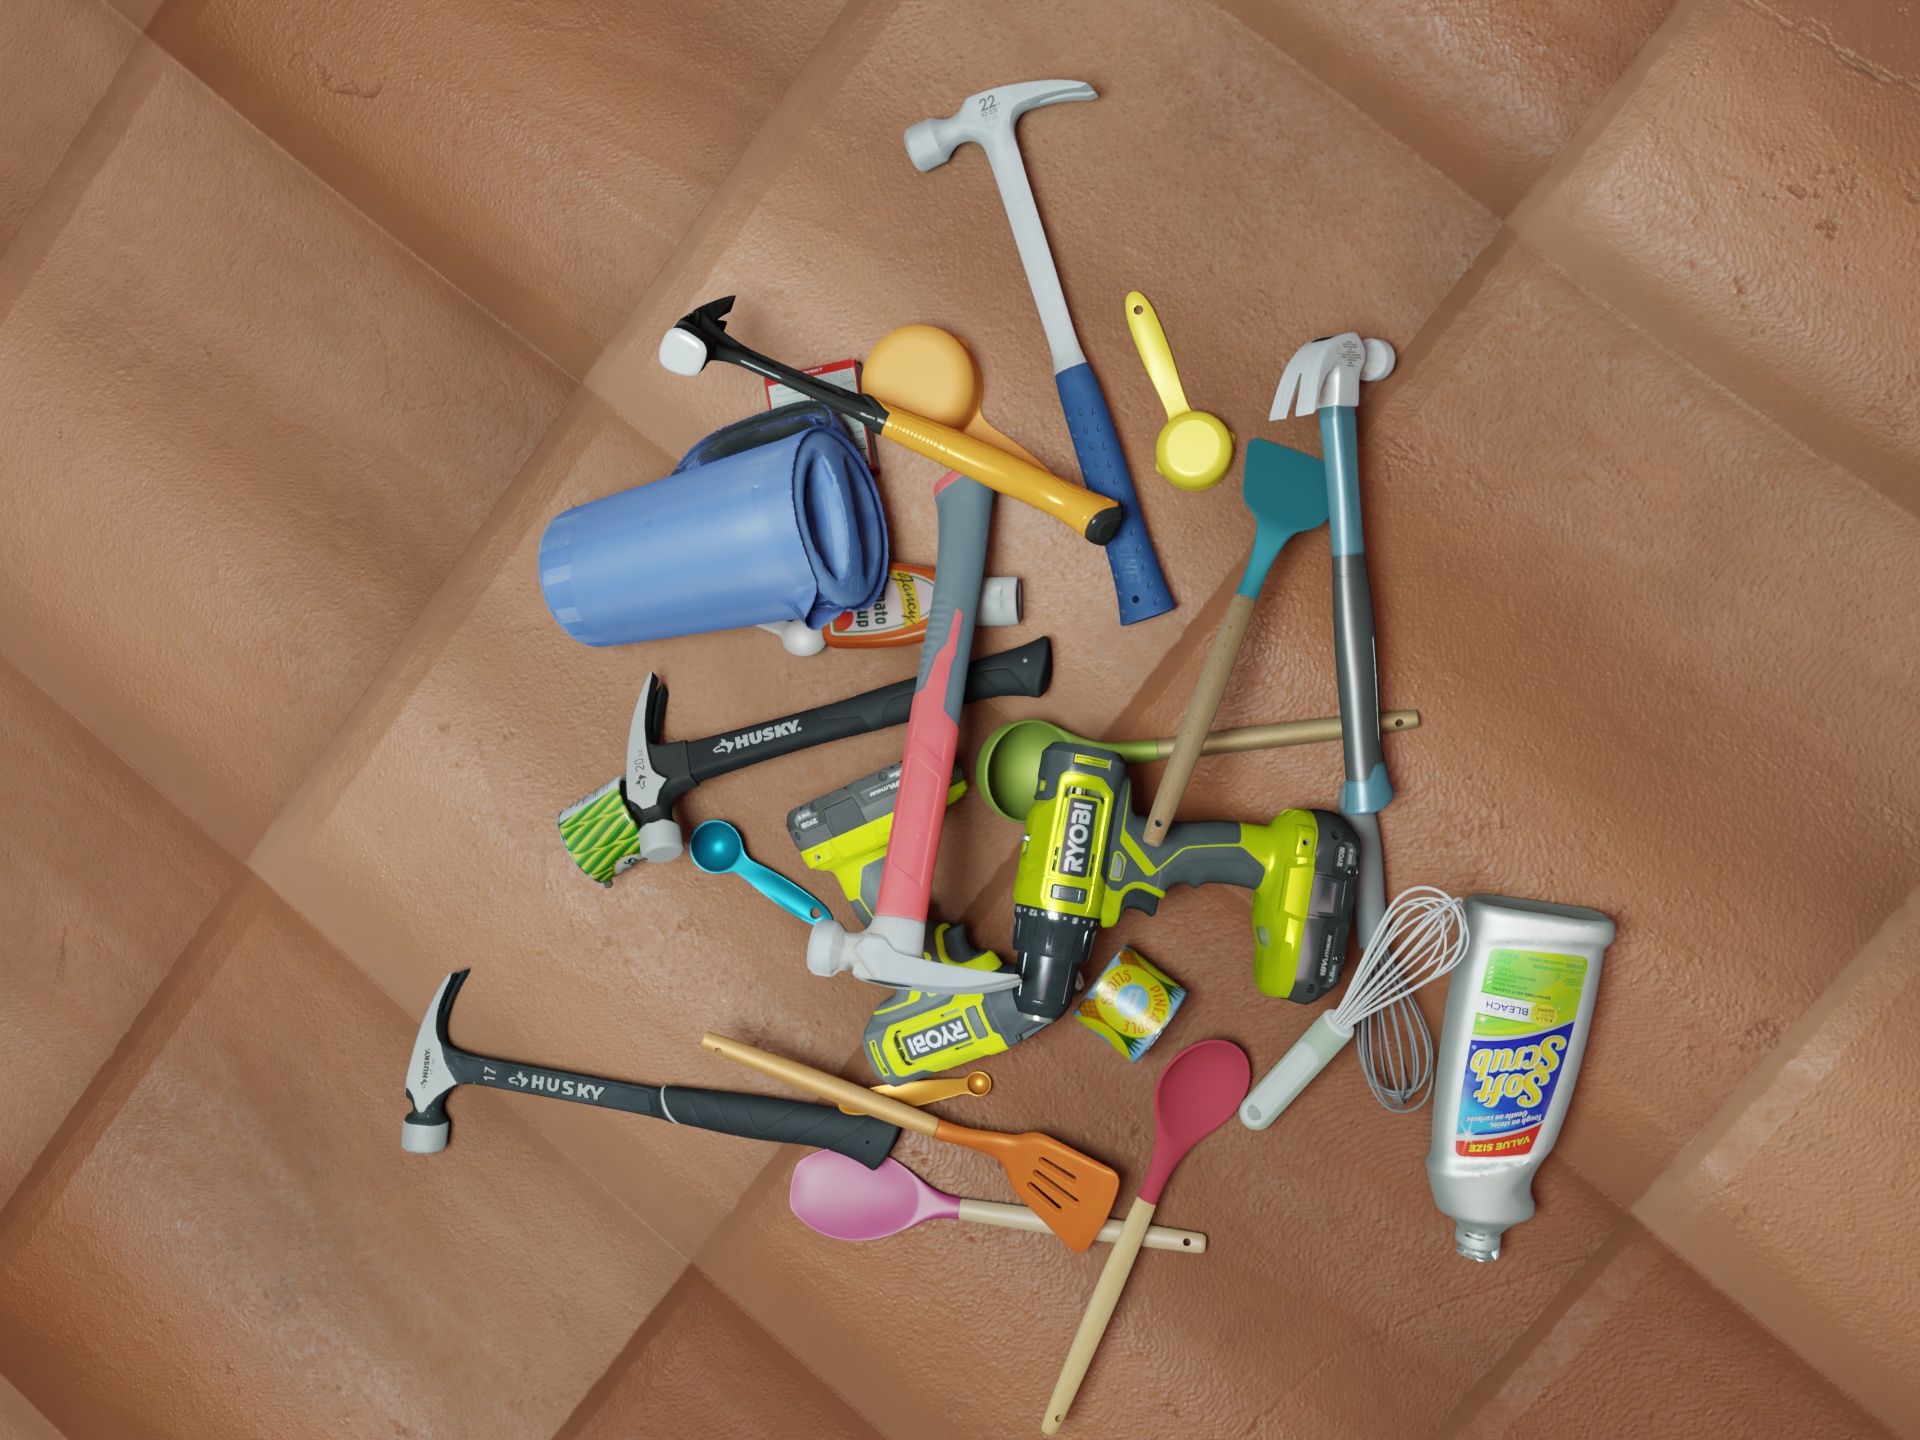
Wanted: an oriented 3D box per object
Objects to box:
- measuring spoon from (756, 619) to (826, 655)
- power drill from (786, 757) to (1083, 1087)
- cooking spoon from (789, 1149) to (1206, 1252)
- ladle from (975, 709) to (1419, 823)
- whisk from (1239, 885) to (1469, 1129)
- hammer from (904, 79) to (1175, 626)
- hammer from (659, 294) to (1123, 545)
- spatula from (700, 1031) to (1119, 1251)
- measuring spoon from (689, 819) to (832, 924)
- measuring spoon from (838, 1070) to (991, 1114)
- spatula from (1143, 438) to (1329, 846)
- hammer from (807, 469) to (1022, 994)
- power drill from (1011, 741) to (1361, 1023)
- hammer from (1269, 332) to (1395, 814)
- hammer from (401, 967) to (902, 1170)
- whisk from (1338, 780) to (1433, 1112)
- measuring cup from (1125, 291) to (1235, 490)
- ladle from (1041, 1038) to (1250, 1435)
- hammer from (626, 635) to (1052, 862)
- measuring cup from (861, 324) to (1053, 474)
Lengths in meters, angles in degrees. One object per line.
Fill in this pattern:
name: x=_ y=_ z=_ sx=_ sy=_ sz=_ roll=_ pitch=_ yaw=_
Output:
measuring spoon: x=-0.157 y=-0.086 z=1.223 sx=0.124 sy=0.018 sz=0.034 roll=26 pitch=56 yaw=17
power drill: x=-0.021 y=0.142 z=1.174 sx=0.171 sy=0.080 sz=0.223 roll=-24 pitch=89 yaw=21
cooking spoon: x=0.025 y=0.374 z=1.204 sx=0.319 sy=0.017 sz=0.069 roll=5 pitch=73 yaw=11
ladle: x=0.170 y=0.021 z=1.152 sx=0.320 sy=0.062 sz=0.078 roll=-7 pitch=103 yaw=9
whisk: x=0.266 y=0.205 z=1.099 sx=0.058 sy=0.059 sz=0.246 roll=48 pitch=123 yaw=24
hammer: x=0.083 y=-0.270 z=1.166 sx=0.144 sy=0.035 sz=0.405 roll=-18 pitch=89 yaw=20
hammer: x=-0.040 y=-0.209 z=1.127 sx=0.337 sy=0.127 sz=0.034 roll=24 pitch=116 yaw=-3
spatula: x=-0.042 y=0.297 z=1.173 sx=0.322 sy=0.041 sz=0.081 roll=21 pitch=115 yaw=0
measuring spoon: x=-0.153 y=0.121 z=1.240 sx=0.128 sy=0.021 sz=0.042 roll=34 pitch=98 yaw=0
measuring spoon: x=-0.034 y=0.284 z=1.205 sx=0.117 sy=0.011 sz=0.021 roll=-9 pitch=59 yaw=-3
spatula: x=0.189 y=-0.057 z=1.102 sx=0.082 sy=0.044 sz=0.317 roll=22 pitch=77 yaw=6
hammer: x=-0.002 y=-0.004 z=1.114 sx=0.143 sy=0.038 sz=0.386 roll=7 pitch=71 yaw=8
power drill: x=0.149 y=0.127 z=1.107 sx=0.228 sy=0.080 sz=0.190 roll=11 pitch=85 yaw=-6
hammer: x=0.271 y=-0.101 z=1.101 sx=0.033 sy=0.128 sz=0.331 roll=-2 pitch=95 yaw=43
hammer: x=-0.244 y=0.292 z=1.247 sx=0.409 sy=0.036 sz=0.149 roll=6 pitch=91 yaw=11
whisk: x=0.299 y=0.159 z=1.135 sx=0.055 sy=0.055 sz=0.239 roll=-8 pitch=85 yaw=11
measuring cup: x=0.153 y=-0.243 z=1.162 sx=0.062 sy=0.029 sz=0.156 roll=-22 pitch=88 yaw=11
ladle: x=0.127 y=0.375 z=1.161 sx=0.069 sy=0.031 sz=0.315 roll=24 pitch=89 yaw=-15
hammer: x=-0.092 y=-0.005 z=1.198 sx=0.335 sy=0.035 sz=0.146 roll=-16 pitch=63 yaw=5
measuring cup: x=0.002 y=-0.225 z=1.181 sx=0.174 sy=0.052 sz=0.095 roll=40 pitch=98 yaw=10
